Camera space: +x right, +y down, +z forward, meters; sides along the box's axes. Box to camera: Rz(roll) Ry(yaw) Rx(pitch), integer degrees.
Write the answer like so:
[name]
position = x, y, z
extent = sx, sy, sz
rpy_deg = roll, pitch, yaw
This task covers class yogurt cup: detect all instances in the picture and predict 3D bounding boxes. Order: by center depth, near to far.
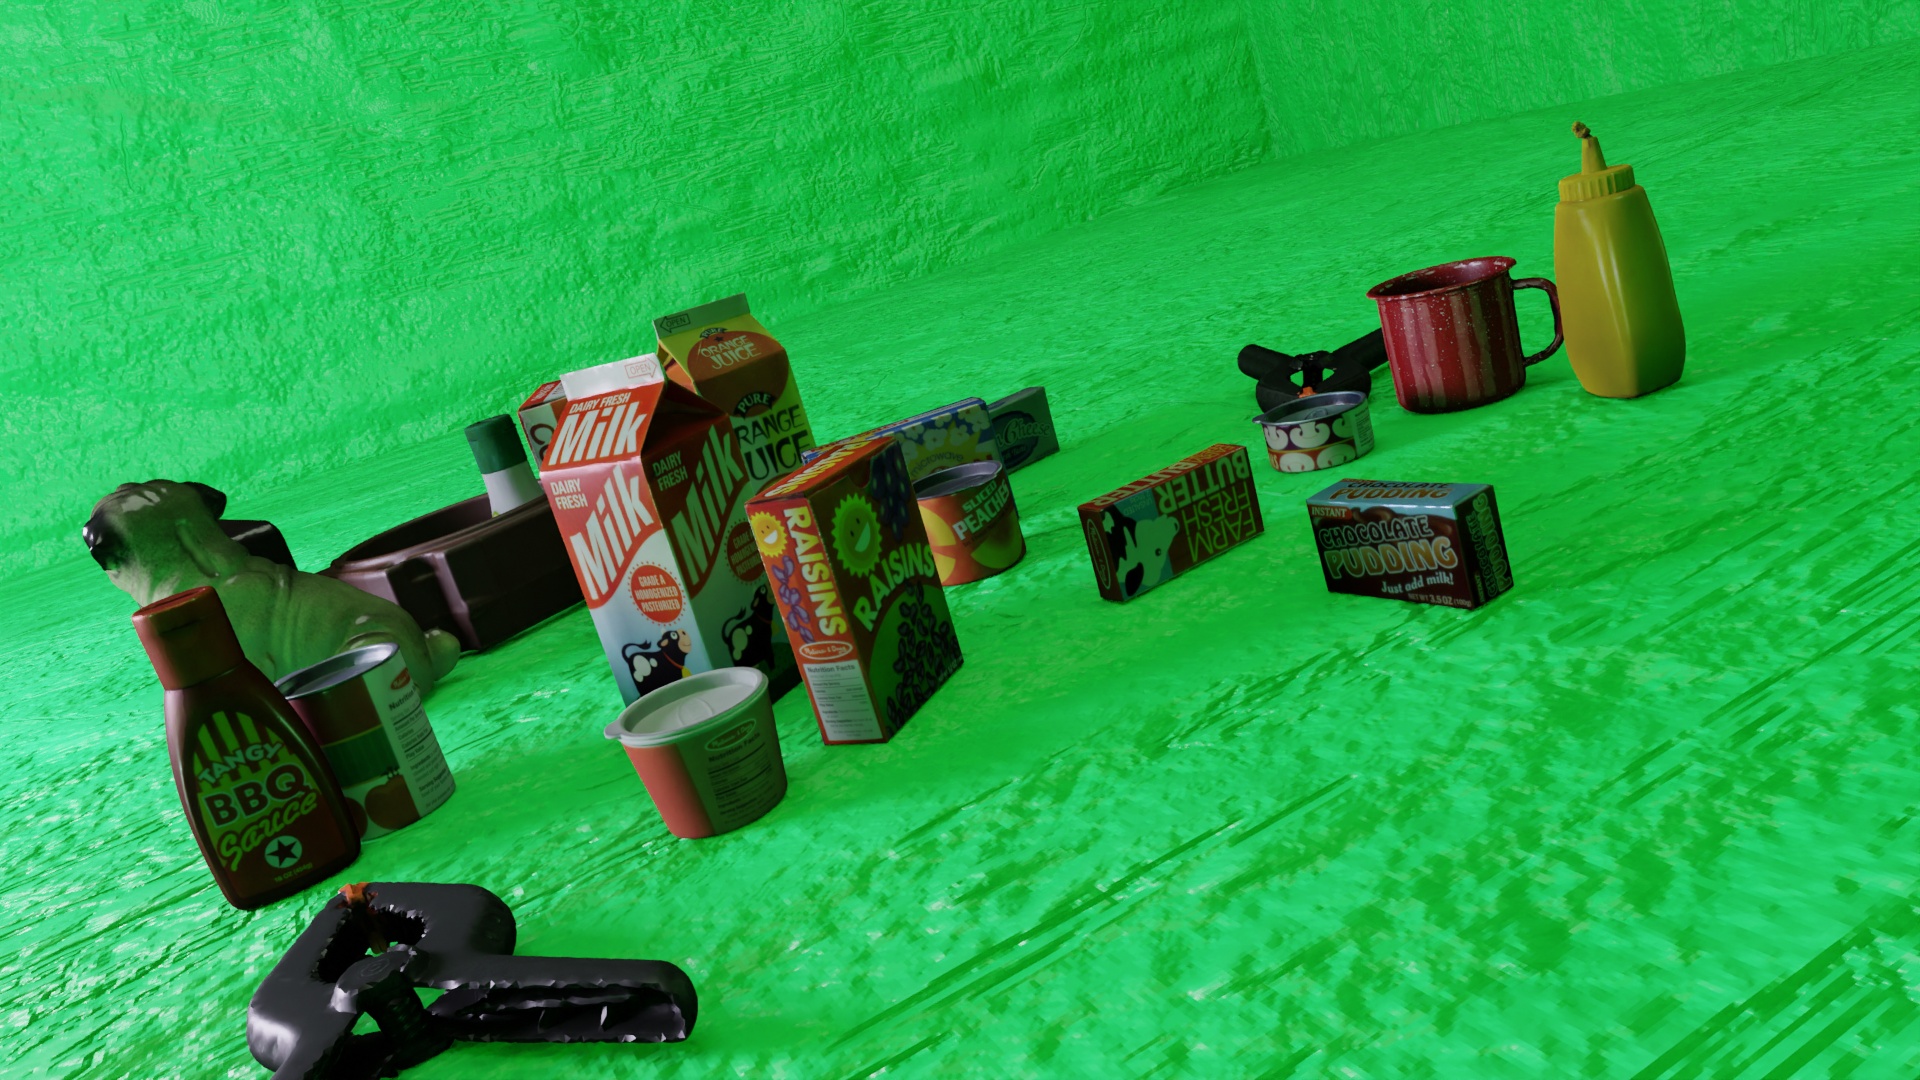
[yogurt cup]
position = -0.109, 0.093, 0.604
extent = 0.072, 0.053, 0.072
rpy_deg = -15, 15, 4

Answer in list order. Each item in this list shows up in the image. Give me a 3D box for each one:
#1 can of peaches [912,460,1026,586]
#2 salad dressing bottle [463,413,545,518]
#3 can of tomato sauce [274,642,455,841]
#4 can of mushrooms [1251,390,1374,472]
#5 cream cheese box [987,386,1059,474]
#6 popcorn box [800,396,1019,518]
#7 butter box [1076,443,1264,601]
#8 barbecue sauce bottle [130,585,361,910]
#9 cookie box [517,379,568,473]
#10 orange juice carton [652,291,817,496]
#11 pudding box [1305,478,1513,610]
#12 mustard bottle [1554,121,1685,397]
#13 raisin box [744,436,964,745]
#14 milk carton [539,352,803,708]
[can of peaches]
position = 0.003, -0.011, 0.844
extent = 0.071, 0.058, 0.071
rpy_deg = -15, 15, 4
[salad dressing bottle]
position = -0.340, -0.023, 1.074
extent = 0.064, 0.147, 0.044
rpy_deg = -1, 22, 46
[can of tomato sauce]
position = -0.309, 0.104, 0.717
extent = 0.071, 0.083, 0.071
rpy_deg = -15, 15, 4
[can of mushrooms]
position = 0.220, -0.068, 0.867
extent = 0.071, 0.033, 0.071
rpy_deg = -15, 15, 4
[cream cheese box]
position = 0.028, -0.077, 1.059
extent = 0.104, 0.053, 0.024
rpy_deg = -26, 18, -33
[popcorn box]
position = -0.033, -0.036, 0.920
extent = 0.127, 0.085, 0.038
rpy_deg = -19, 15, -9
[butter box]
position = 0.113, -0.011, 0.740
extent = 0.104, 0.053, 0.024
rpy_deg = -24, 17, -26
[barbecue sauce bottle]
position = -0.341, 0.096, 0.655
extent = 0.065, 0.148, 0.043
rpy_deg = -23, 16, -23
[cookie box]
position = -0.248, -0.024, 0.945
extent = 0.040, 0.167, 0.123
rpy_deg = -18, 15, -6
[orange juice carton]
position = -0.147, -0.067, 0.943
extent = 0.072, 0.192, 0.073
rpy_deg = -25, 17, -29
[pudding box]
position = 0.199, 0.000, 0.620
extent = 0.030, 0.049, 0.083
rpy_deg = -25, 17, -30
[mustard bottle]
position = 0.376, -0.164, 0.804
extent = 0.049, 0.159, 0.065
rpy_deg = -19, 15, -9
[raisin box]
position = -0.047, 0.022, 0.656
extent = 0.040, 0.123, 0.086
rpy_deg = -8, 17, 30
[milk carton]
position = -0.150, 0.000, 0.714
extent = 0.072, 0.190, 0.074
rpy_deg = -7, 17, 32
